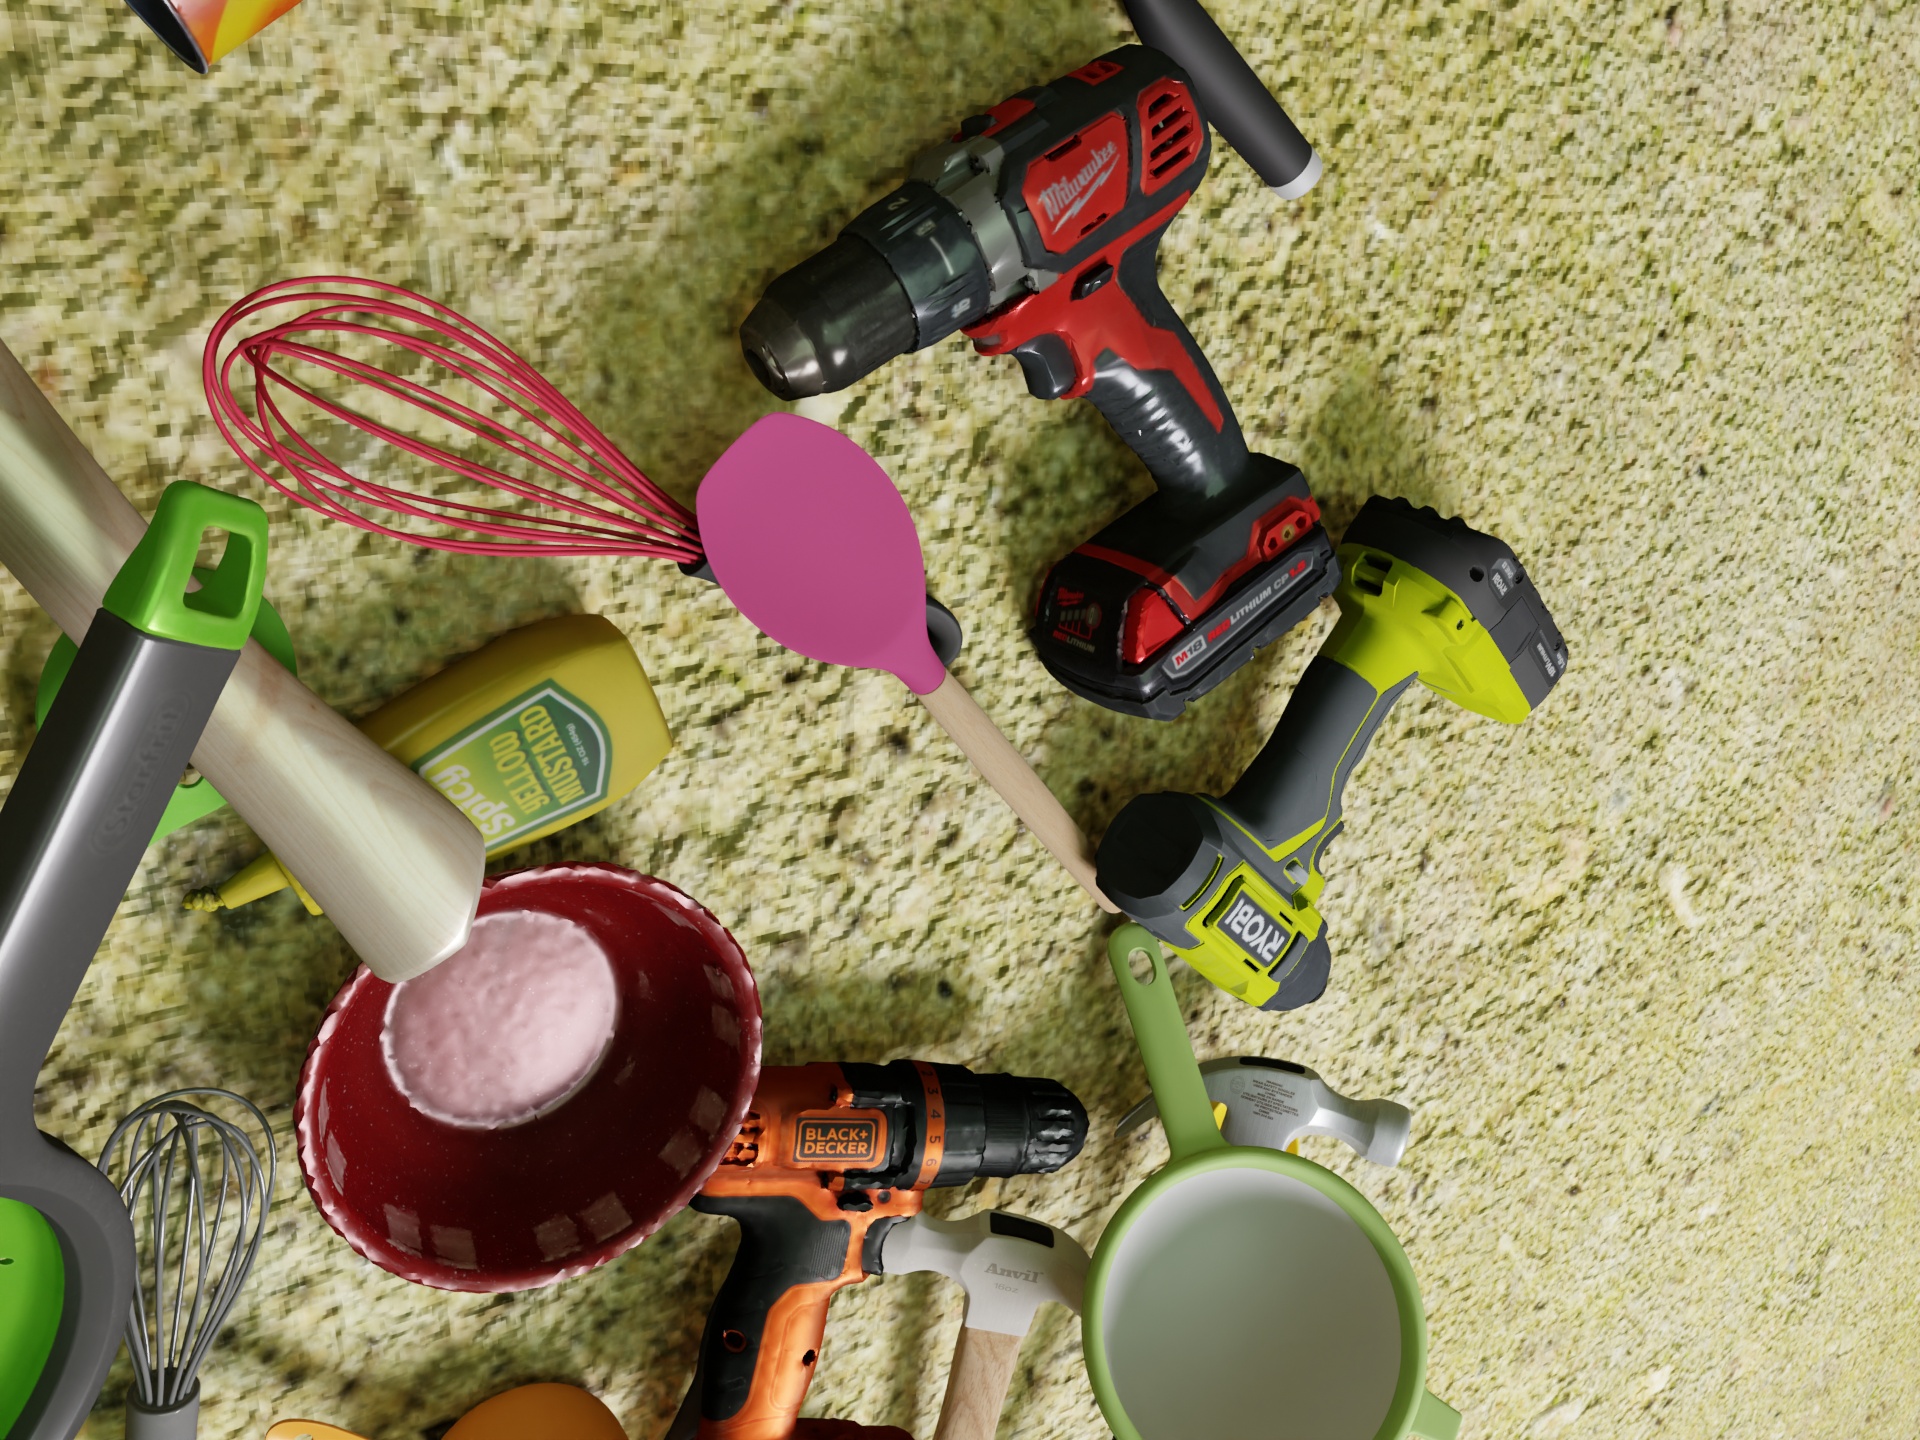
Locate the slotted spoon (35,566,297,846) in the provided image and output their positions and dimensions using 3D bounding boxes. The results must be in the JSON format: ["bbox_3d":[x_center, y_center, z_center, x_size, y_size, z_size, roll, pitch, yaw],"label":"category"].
[{"bbox_3d":[-0.297,0.096,0.489,0.070,0.031,0.314,28,93,-32],"label":"slotted spoon"}]

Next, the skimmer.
[{"bbox_3d":[0.044,-0.302,0.515,0.362,0.090,0.127,33,54,-40],"label":"skimmer"}]

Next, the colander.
[{"bbox_3d":[-0.298,0.106,0.410,0.397,0.094,0.204,-63,162,3],"label":"colander"}]

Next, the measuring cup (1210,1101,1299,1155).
[{"bbox_3d":[0.164,0.258,0.810,0.062,0.029,0.156,-31,96,-26],"label":"measuring cup"}]

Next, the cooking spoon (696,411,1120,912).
[{"bbox_3d":[-0.001,-0.002,0.617,0.069,0.017,0.318,-47,135,-7],"label":"cooking spoon"}]

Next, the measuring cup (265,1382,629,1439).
[{"bbox_3d":[-0.197,0.287,0.612,0.095,0.052,0.173,-50,125,-7],"label":"measuring cup"}]

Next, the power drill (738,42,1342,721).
[{"bbox_3d":[0.037,-0.110,0.596,0.188,0.080,0.226,-36,121,-16],"label":"power drill"}]

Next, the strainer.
[{"bbox_3d":[0.108,0.220,0.719,0.151,0.257,0.069,-12,160,-12],"label":"strainer"}]

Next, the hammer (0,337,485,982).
[{"bbox_3d":[-0.266,-0.082,0.402,0.146,0.038,0.410,-37,116,-14],"label":"hammer"}]

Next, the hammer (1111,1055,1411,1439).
[{"bbox_3d":[0.103,0.319,0.768,0.033,0.128,0.331,-6,114,-79],"label":"hammer"}]

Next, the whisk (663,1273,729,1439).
[{"bbox_3d":[-0.134,0.353,0.677,0.070,0.070,0.284,23,90,-37],"label":"whisk"}]

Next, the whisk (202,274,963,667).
[{"bbox_3d":[-0.104,-0.067,0.535,0.295,0.073,0.073,21,96,-43],"label":"whisk"}]

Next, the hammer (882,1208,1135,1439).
[{"bbox_3d":[-0.005,0.377,0.761,0.130,0.031,0.331,11,110,-2],"label":"hammer"}]

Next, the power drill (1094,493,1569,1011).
[{"bbox_3d":[0.174,0.025,0.731,0.223,0.080,0.171,-53,134,-3],"label":"power drill"}]

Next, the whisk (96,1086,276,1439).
[{"bbox_3d":[-0.271,0.231,0.549,0.055,0.055,0.239,1,112,-33],"label":"whisk"}]
